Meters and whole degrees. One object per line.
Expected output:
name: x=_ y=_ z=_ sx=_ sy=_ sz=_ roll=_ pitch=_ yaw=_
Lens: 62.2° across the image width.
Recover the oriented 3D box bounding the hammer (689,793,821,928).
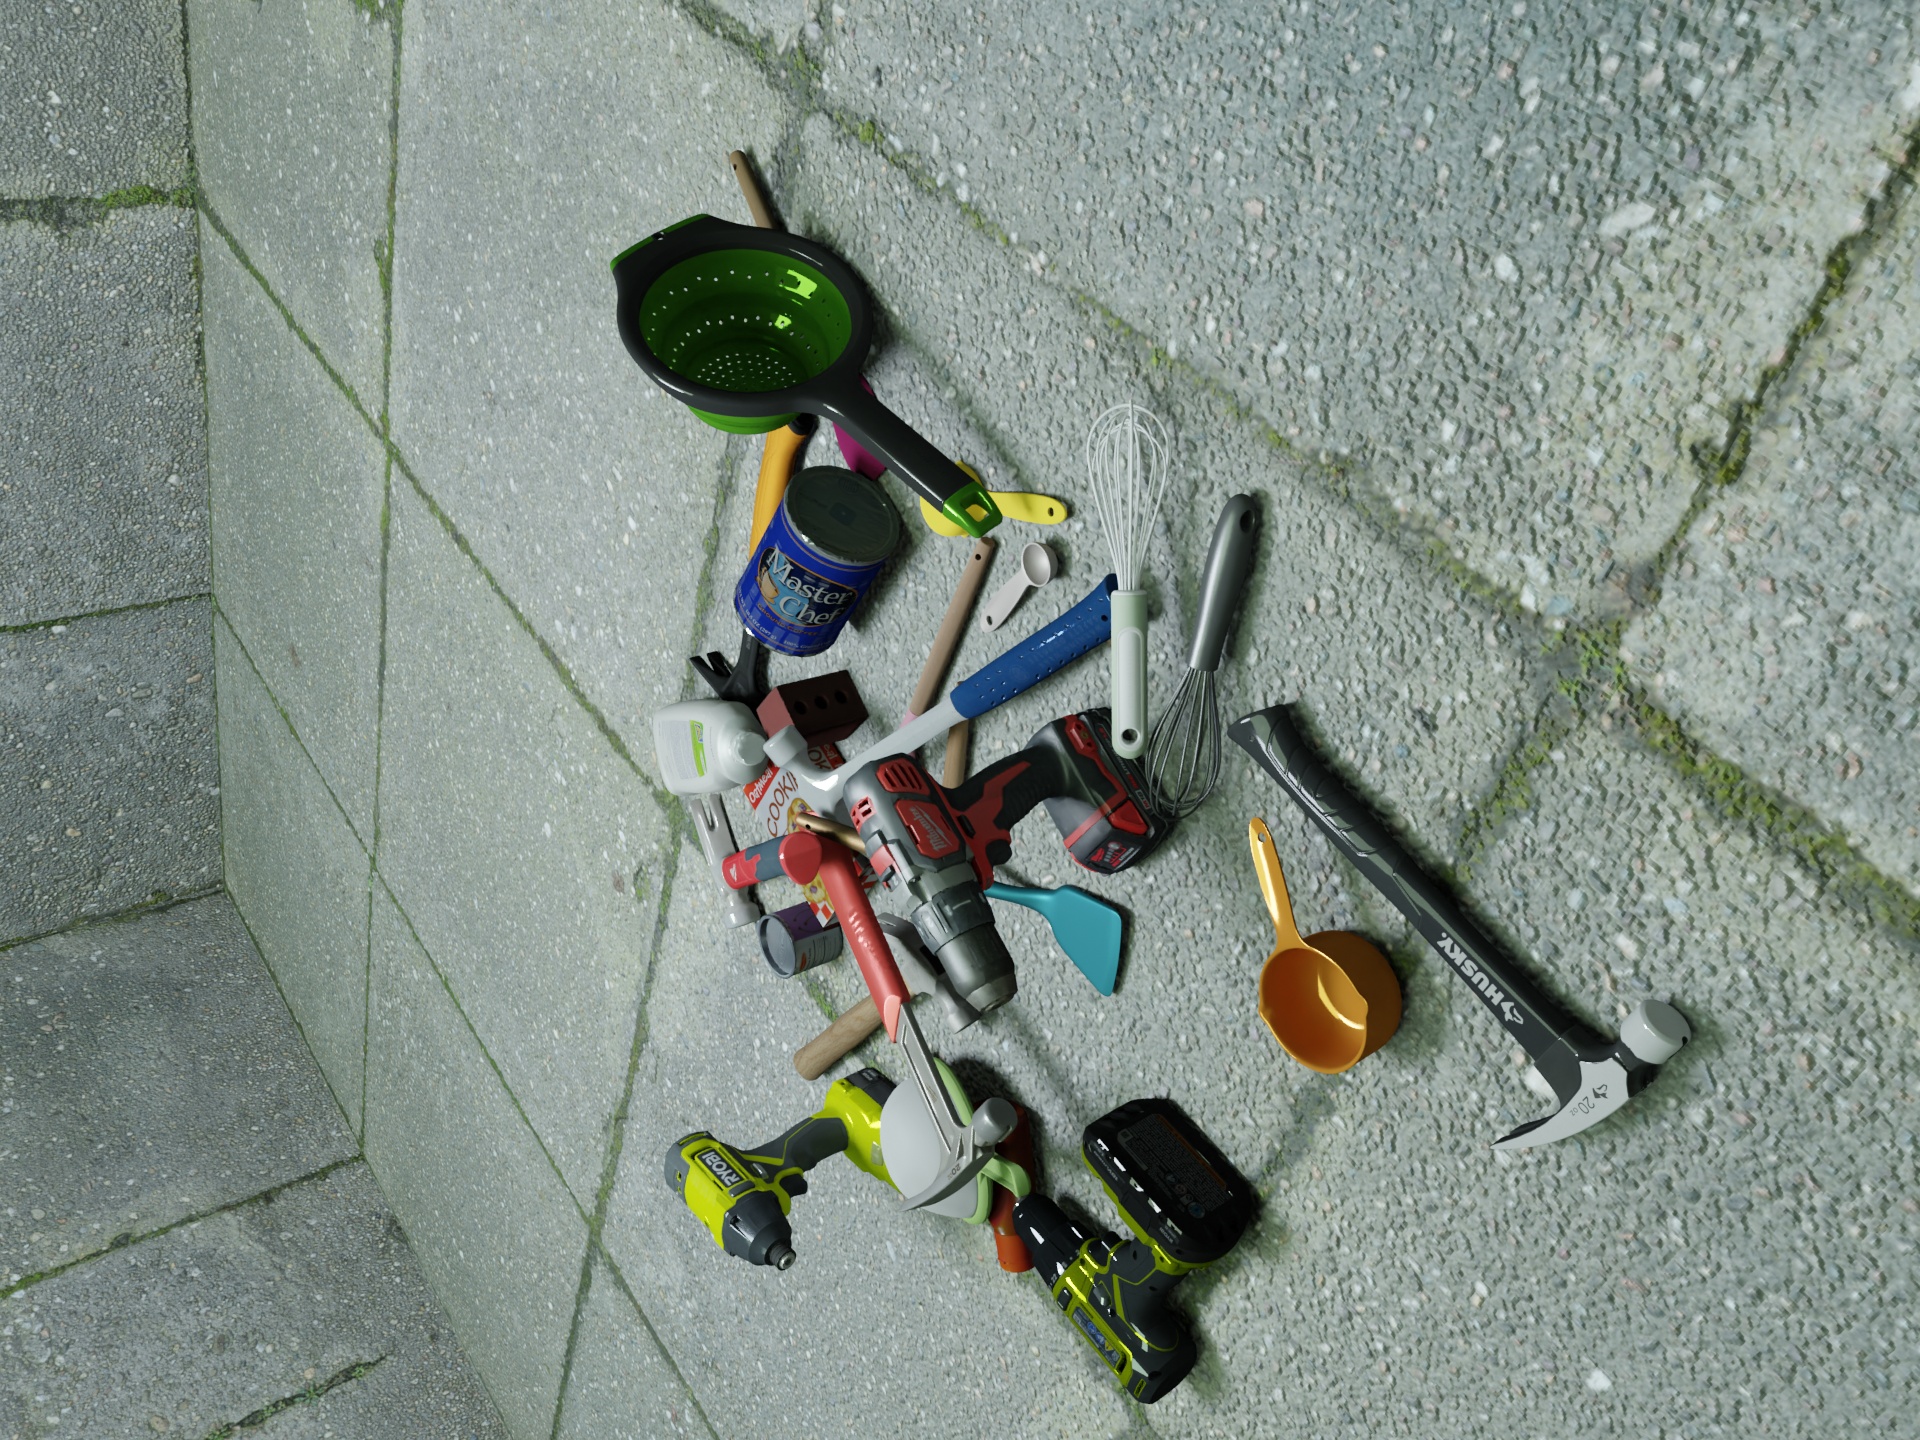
hammer: x=-0.197 y=0.122 z=1.517 sx=0.143 sy=0.038 sz=0.386 roll=72 pitch=160 yaw=3

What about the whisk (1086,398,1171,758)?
whisk: x=0.116 y=-0.095 z=1.092 sx=0.059 sy=0.058 sz=0.246 roll=-59 pitch=-32 yaw=-81

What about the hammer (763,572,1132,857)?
hammer: x=-0.002 y=-0.004 z=1.268 sx=0.144 sy=0.035 sz=0.405 roll=51 pitch=134 yaw=-7

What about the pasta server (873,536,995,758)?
pasta server: x=-0.032 y=-0.025 z=1.342 sx=0.060 sy=0.040 sz=0.316 roll=32 pitch=129 yaw=10

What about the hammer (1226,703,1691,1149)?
hammer: x=0.282 y=0.114 z=0.994 sx=0.335 sy=0.035 sz=0.146 roll=50 pitch=136 yaw=28

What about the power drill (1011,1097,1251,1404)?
power drill: x=0.127 y=0.409 z=1.267 sx=0.191 sy=0.080 sz=0.228 roll=44 pitch=137 yaw=32

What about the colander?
colander: x=-0.119 y=-0.252 z=1.281 sx=0.397 sy=0.204 sz=0.094 roll=42 pitch=152 yaw=19

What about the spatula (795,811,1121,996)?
spatula: x=-0.006 y=0.133 z=1.314 sx=0.318 sy=0.044 sz=0.082 roll=18 pitch=122 yaw=23

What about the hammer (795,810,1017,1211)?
hammer: x=-0.069 y=0.230 z=1.364 sx=0.149 sy=0.036 sz=0.359 roll=-51 pitch=53 yaw=35

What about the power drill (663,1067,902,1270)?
power drill: x=-0.140 y=0.422 z=1.488 sx=0.171 sy=0.223 sz=0.080 roll=29 pitch=125 yaw=43

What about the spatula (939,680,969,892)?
spatula: x=-0.011 y=0.108 z=1.380 sx=0.060 sy=0.018 sz=0.315 roll=31 pitch=127 yaw=39

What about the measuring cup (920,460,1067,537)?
measuring cup: x=0.022 y=-0.165 z=1.226 sx=0.157 sy=0.029 sz=0.062 roll=17 pitch=116 yaw=50

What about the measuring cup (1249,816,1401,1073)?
measuring cup: x=0.235 y=0.142 z=1.052 sx=0.095 sy=0.052 sz=0.173 roll=-21 pitch=84 yaw=53

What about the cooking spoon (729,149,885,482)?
cooking spoon: x=-0.134 y=-0.351 z=1.368 sx=0.068 sy=0.017 sz=0.319 roll=-34 pitch=77 yaw=51

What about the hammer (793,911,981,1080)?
hammer: x=-0.092 y=0.282 z=1.524 sx=0.130 sy=0.031 sz=0.331 roll=57 pitch=143 yaw=10

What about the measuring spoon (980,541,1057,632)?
measuring spoon: x=0.046 y=-0.101 z=1.238 sx=0.034 sy=0.018 sz=0.124 roll=64 pitch=149 yaw=13

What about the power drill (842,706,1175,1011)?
power drill: x=0.044 y=0.093 z=1.129 sx=0.188 sy=0.226 sz=0.080 roll=60 pitch=141 yaw=18

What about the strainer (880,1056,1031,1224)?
strainer: x=-0.014 y=0.378 z=1.362 sx=0.256 sy=0.069 sz=0.151 roll=169 pitch=88 yaw=-70

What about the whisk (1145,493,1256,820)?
whisk: x=0.167 y=-0.039 z=1.080 sx=0.055 sy=0.055 sz=0.238 roll=32 pitch=122 yaw=41

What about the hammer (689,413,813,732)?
hammer: x=-0.190 y=-0.154 z=1.499 sx=0.127 sy=0.034 sz=0.336 roll=42 pitch=133 yaw=33
